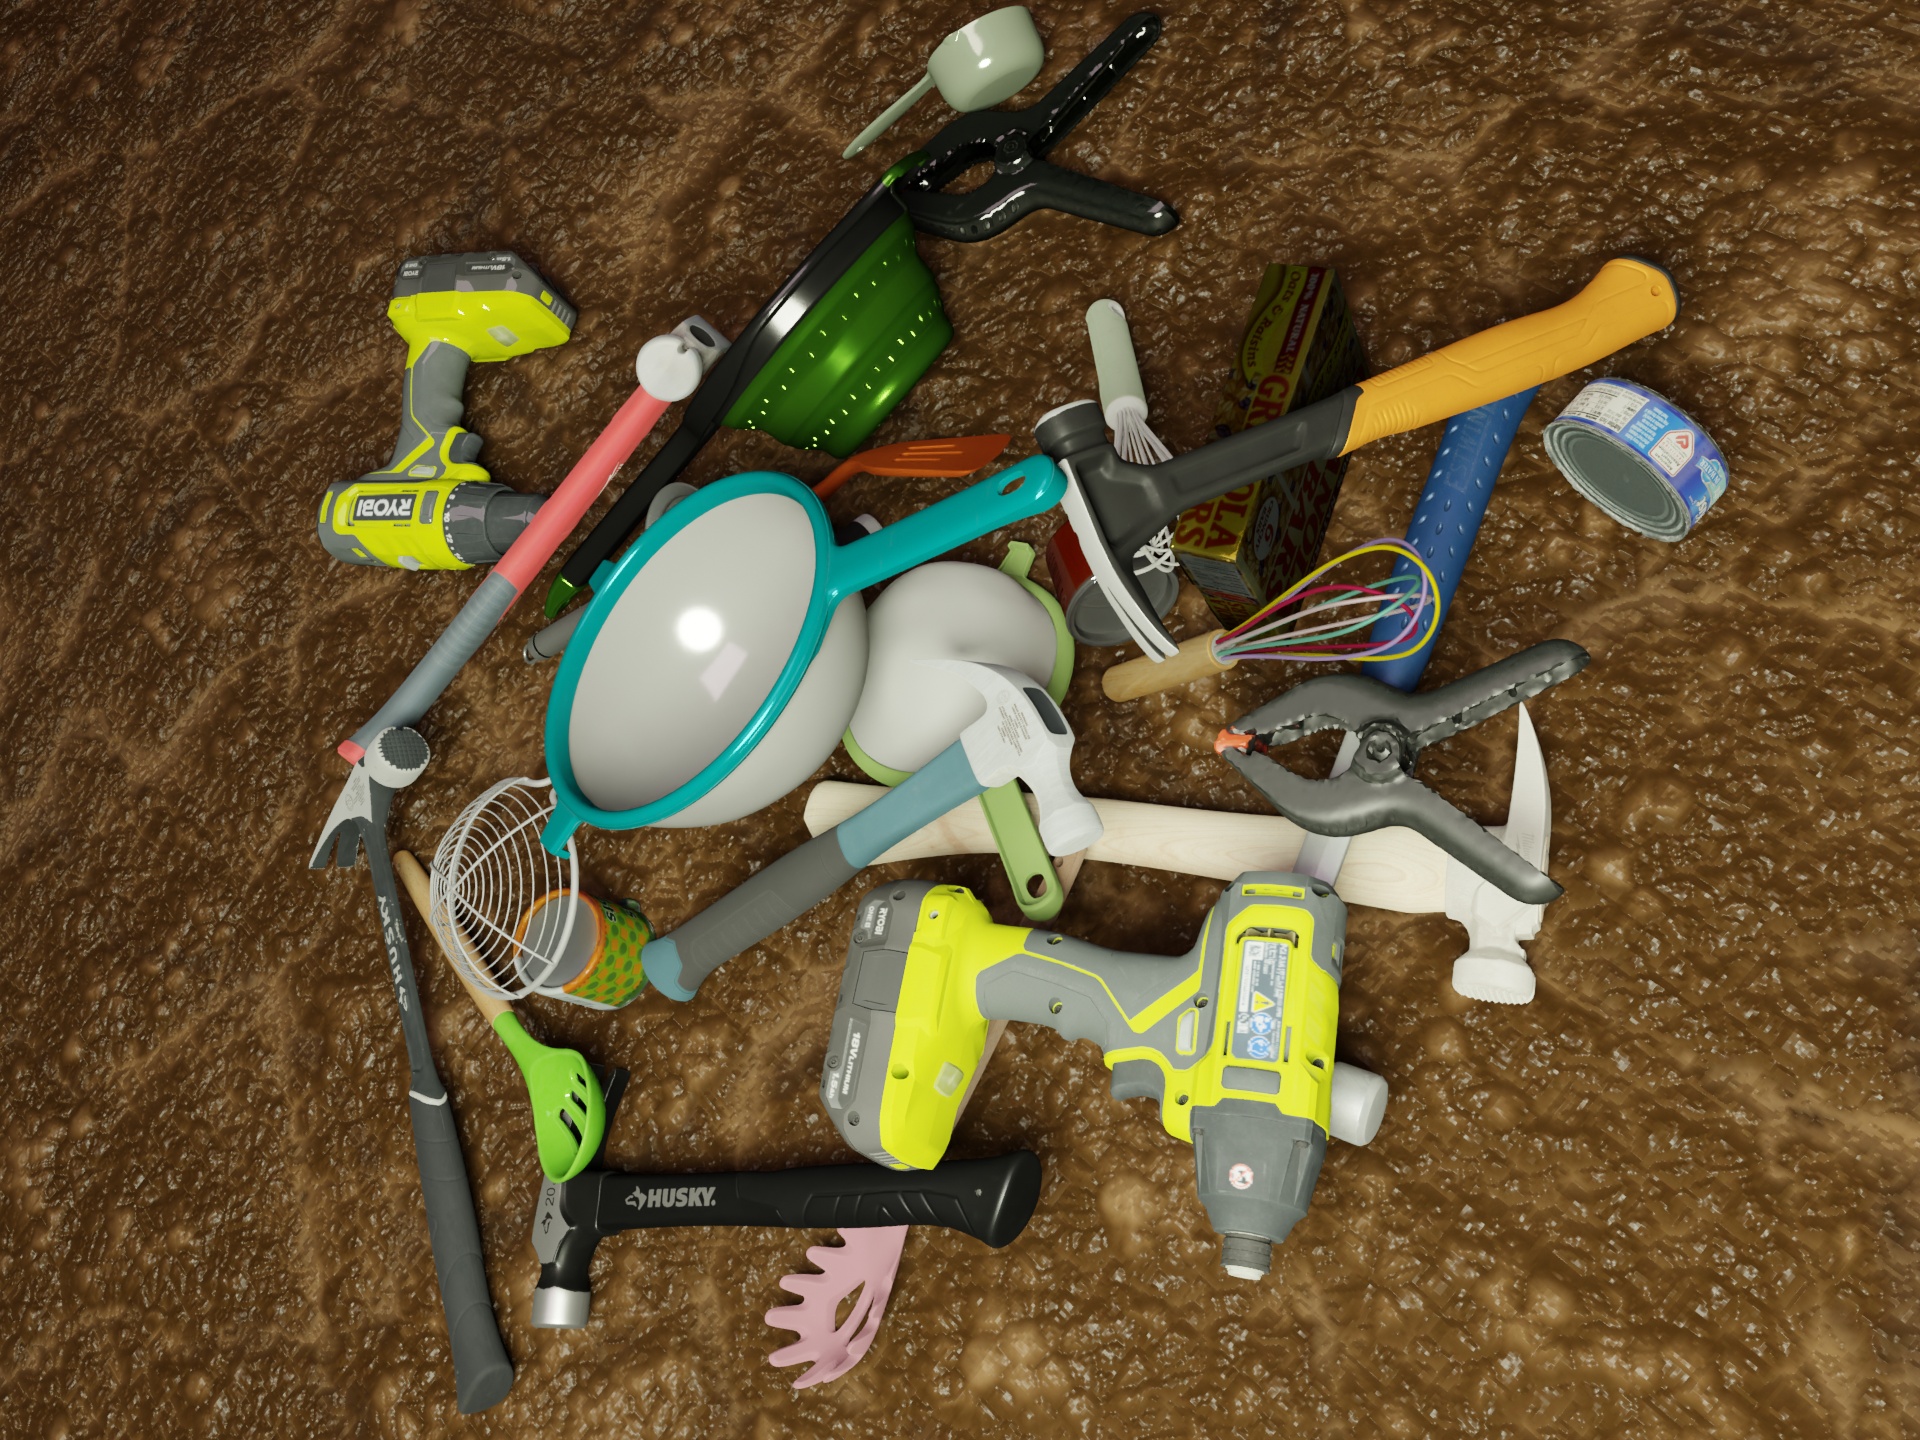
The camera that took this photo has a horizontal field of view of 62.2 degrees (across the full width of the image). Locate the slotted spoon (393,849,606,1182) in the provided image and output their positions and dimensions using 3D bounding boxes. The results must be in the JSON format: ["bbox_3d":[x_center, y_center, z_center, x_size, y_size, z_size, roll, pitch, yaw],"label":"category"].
[{"bbox_3d":[-0.290,0.168,0.981,0.314,0.031,0.070,40,110,41],"label":"slotted spoon"}]

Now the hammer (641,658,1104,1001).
[{"bbox_3d":[-0.068,0.076,0.870,0.331,0.033,0.128,-35,66,33],"label":"hammer"}]

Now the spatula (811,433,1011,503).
[{"bbox_3d":[-0.117,-0.116,1.009,0.322,0.081,0.041,-25,105,27],"label":"spatula"}]

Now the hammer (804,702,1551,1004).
[{"bbox_3d":[0.101,0.053,0.860,0.411,0.038,0.146,4,72,26],"label":"hammer"}]

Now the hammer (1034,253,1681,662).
[{"bbox_3d":[0.209,-0.146,0.773,0.337,0.034,0.127,-23,86,-12],"label":"hammer"}]

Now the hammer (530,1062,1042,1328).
[{"bbox_3d":[-0.103,0.249,0.849,0.335,0.035,0.146,-13,63,33],"label":"hammer"}]

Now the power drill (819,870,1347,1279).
[{"bbox_3d":[0.057,0.152,0.727,0.223,0.080,0.171,1,65,23],"label":"power drill"}]

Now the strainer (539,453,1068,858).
[{"bbox_3d":[-0.070,-0.043,0.828,0.340,0.095,0.211,-21,50,31],"label":"strainer"}]

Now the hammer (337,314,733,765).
[{"bbox_3d":[-0.285,-0.108,1.051,0.038,0.143,0.386,40,107,-11],"label":"hammer"}]

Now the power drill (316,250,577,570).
[{"bbox_3d":[-0.354,-0.217,1.150,0.190,0.080,0.229,3,75,21],"label":"power drill"}]

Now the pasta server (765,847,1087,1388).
[{"bbox_3d":[-0.012,0.204,0.837,0.060,0.040,0.316,27,92,42],"label":"pasta server"}]

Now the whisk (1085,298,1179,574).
[{"bbox_3d":[0.095,-0.168,0.902,0.059,0.057,0.247,-36,37,28],"label":"whisk"}]

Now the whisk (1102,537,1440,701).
[{"bbox_3d":[0.147,-0.037,0.800,0.051,0.047,0.245,-53,17,-27],"label":"whisk"}]

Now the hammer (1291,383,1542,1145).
[{"bbox_3d":[0.202,-0.007,0.794,0.144,0.035,0.405,17,77,30],"label":"hammer"}]

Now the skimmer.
[{"bbox_3d":[-0.172,0.012,0.965,0.363,0.090,0.127,-43,47,-20],"label":"skimmer"}]

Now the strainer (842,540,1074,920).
[{"bbox_3d":[-0.001,-0.003,0.874,0.151,0.069,0.257,-29,47,8],"label":"strainer"}]

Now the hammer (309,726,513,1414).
[{"bbox_3d":[-0.338,0.216,0.988,0.149,0.036,0.409,-39,62,41],"label":"hammer"}]

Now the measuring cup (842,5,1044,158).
[{"bbox_3d":[-0.014,-0.417,1.078,0.167,0.083,0.038,-28,92,34],"label":"measuring cup"}]

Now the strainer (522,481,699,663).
[{"bbox_3d":[-0.208,-0.084,1.018,0.258,0.050,0.087,-22,88,39],"label":"strainer"}]

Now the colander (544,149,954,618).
[{"bbox_3d":[-0.125,-0.179,1.017,0.094,0.205,0.397,41,114,-10],"label":"colander"}]
